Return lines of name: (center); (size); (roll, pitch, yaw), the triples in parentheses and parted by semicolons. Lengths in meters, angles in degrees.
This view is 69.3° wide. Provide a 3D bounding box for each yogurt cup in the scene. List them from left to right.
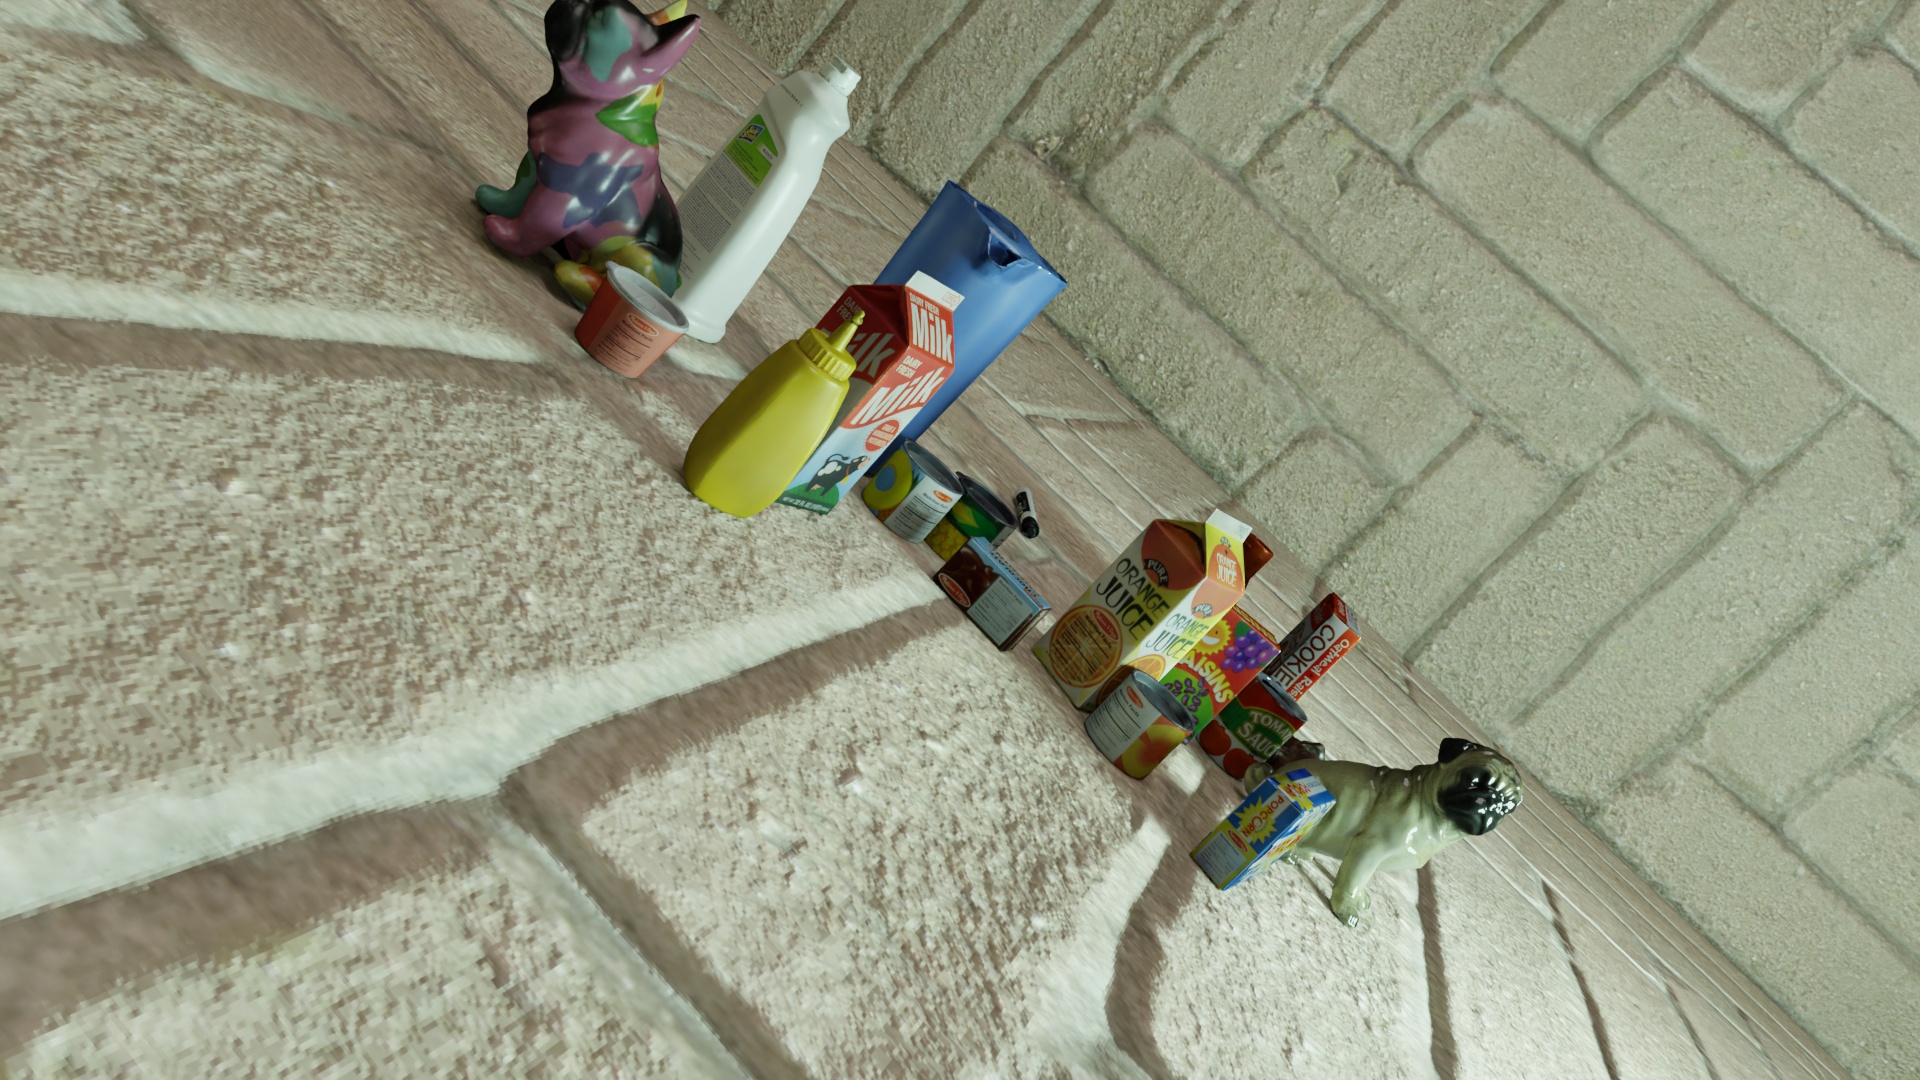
yogurt cup: (-0.233, -0.151, 0.977); (0.072, 0.054, 0.072); (39, 15, -12)

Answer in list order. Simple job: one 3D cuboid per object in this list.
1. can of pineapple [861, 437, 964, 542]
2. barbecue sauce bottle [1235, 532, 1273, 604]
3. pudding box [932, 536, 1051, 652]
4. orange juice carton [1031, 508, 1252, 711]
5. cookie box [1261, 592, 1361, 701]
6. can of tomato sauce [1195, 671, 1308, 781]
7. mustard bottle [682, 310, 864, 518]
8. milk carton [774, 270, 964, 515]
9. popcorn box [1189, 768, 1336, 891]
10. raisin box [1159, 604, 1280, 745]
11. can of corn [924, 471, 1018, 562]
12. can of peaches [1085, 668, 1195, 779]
can of pineapple: (-0.040, -0.041, 1.154); (0.071, 0.057, 0.071); (39, 14, -12)
barbecue sauce bottle: (0.277, 0.056, 1.516); (0.043, 0.148, 0.065); (31, 18, -39)
pudding box: (0.025, 0.041, 1.100); (0.084, 0.049, 0.030); (46, 14, 14)
orange juice carton: (0.156, 0.051, 1.127); (0.072, 0.192, 0.073); (24, 23, -52)
cookie box: (0.328, 0.130, 1.395); (0.040, 0.167, 0.123); (43, 14, 5)
can of tomato sauce: (0.270, 0.173, 1.289); (0.071, 0.083, 0.071); (39, 14, -12)
mustard bottle: (-0.112, -0.087, 0.895); (0.065, 0.160, 0.049); (30, 18, -40)
milk carton: (-0.075, -0.114, 1.005); (0.073, 0.190, 0.072); (48, 15, 24)
popcorn box: (0.233, 0.218, 1.059); (0.038, 0.085, 0.127); (48, 15, 22)
raisin box: (0.211, 0.110, 1.239); (0.086, 0.123, 0.040); (39, 14, -12)
can of corn: (0.004, -0.015, 1.192); (0.071, 0.058, 0.071); (39, 14, -12)
can of peaches: (0.141, 0.145, 1.087); (0.071, 0.058, 0.071); (39, 14, -12)
